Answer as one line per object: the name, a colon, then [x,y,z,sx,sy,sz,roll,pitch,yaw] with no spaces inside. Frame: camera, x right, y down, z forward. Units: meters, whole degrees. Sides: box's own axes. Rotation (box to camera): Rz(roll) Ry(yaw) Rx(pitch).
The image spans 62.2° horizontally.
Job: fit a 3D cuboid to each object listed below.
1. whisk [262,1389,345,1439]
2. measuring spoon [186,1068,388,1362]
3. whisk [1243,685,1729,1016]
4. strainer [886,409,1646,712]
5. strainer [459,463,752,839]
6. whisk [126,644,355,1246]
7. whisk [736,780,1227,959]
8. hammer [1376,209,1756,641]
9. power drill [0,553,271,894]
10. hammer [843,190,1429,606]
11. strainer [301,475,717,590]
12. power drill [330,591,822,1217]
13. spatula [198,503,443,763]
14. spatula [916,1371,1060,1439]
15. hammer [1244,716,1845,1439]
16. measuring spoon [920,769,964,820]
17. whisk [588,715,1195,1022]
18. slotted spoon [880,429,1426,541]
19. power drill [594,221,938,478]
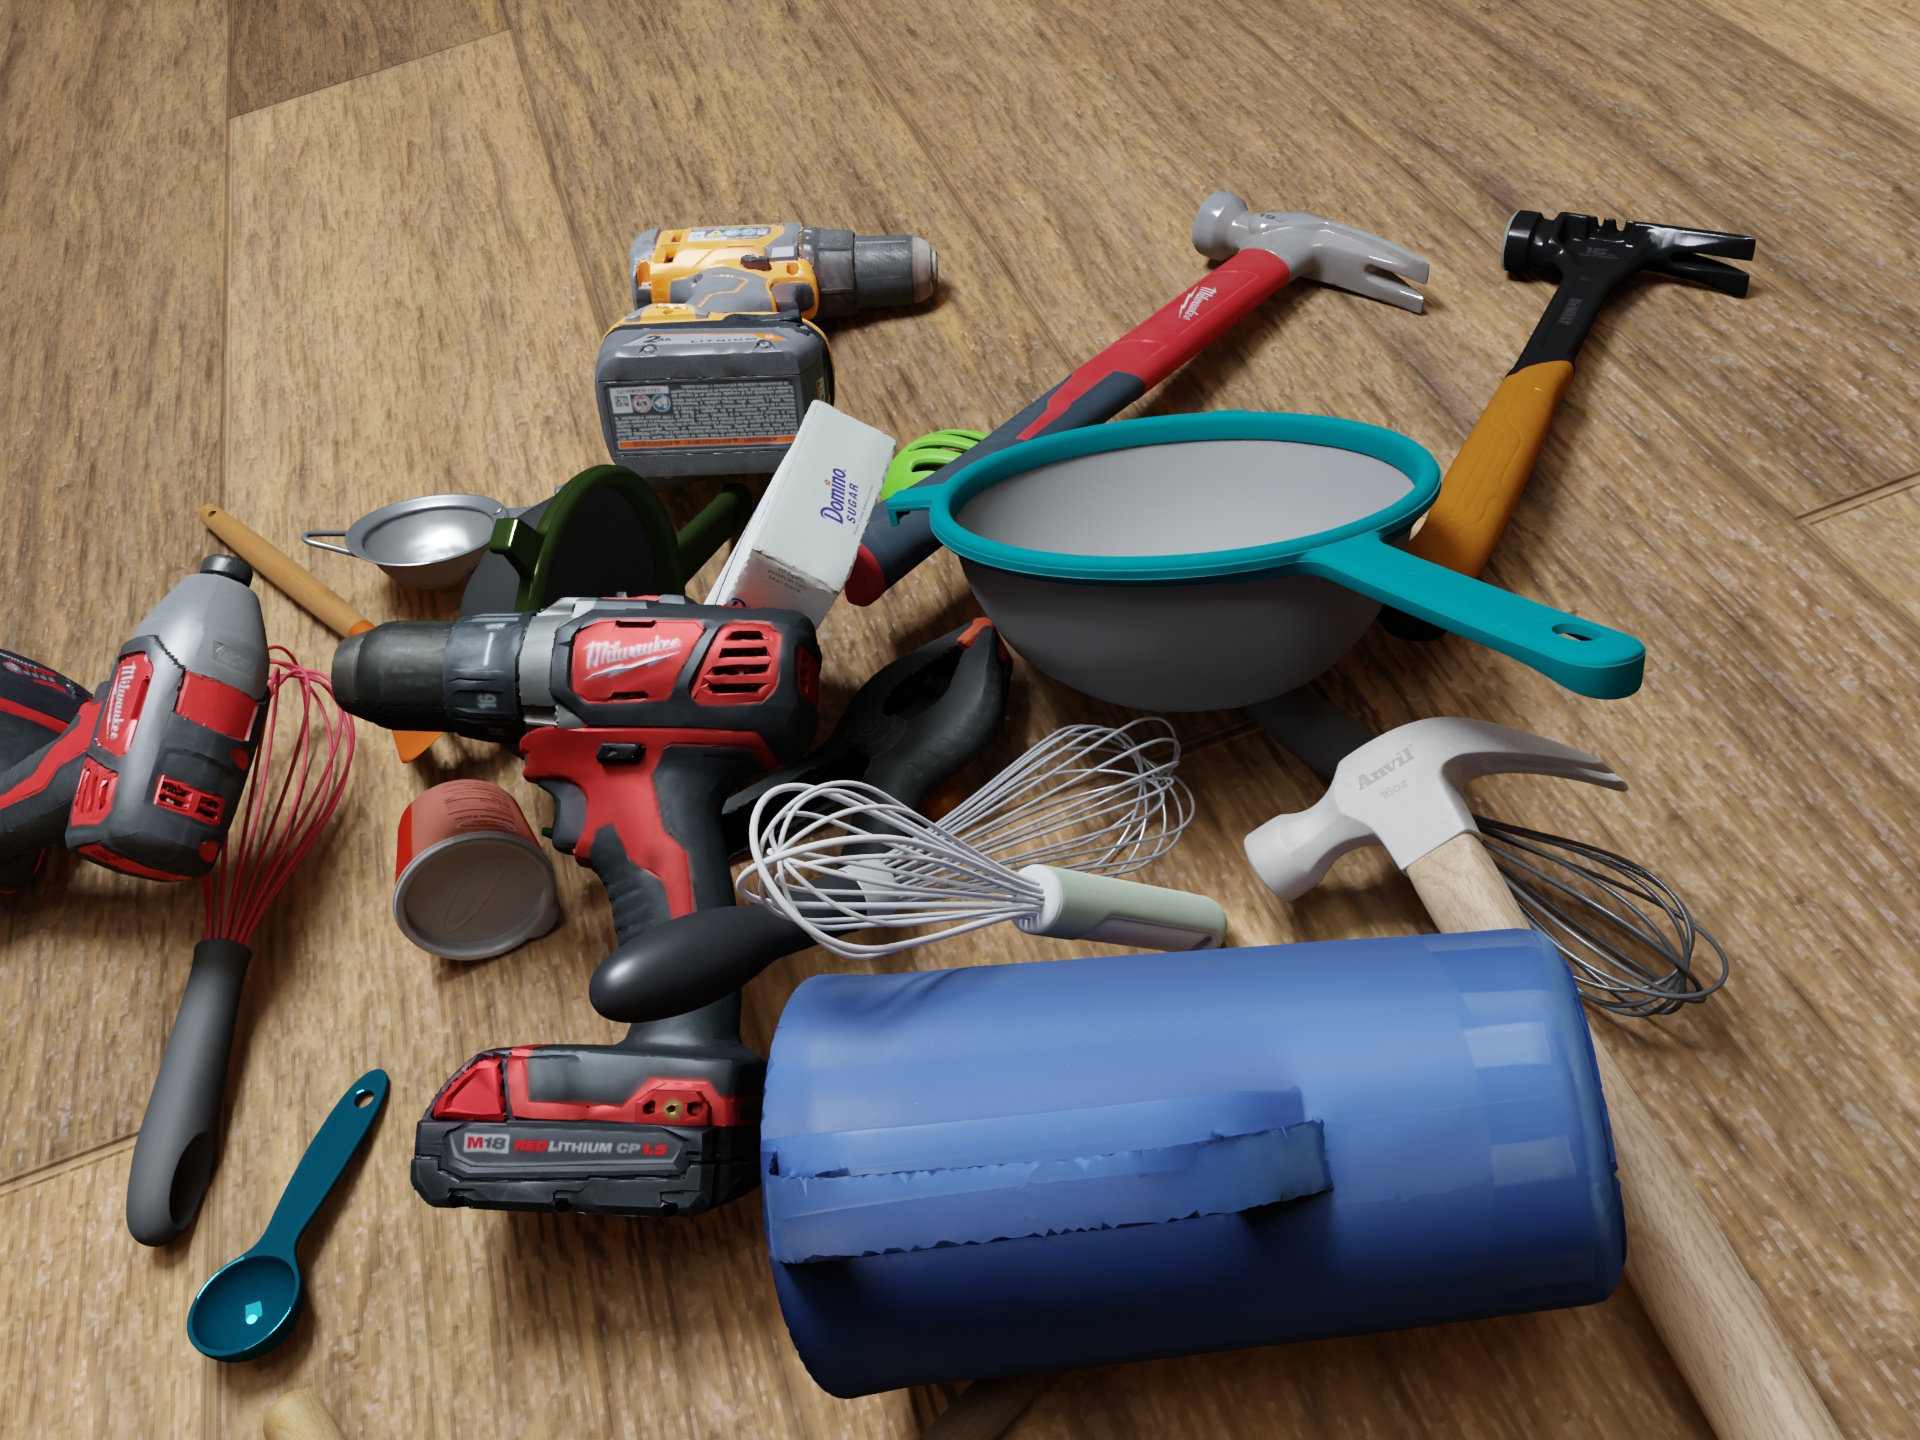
whisk: [-0.164,0.299,0.490,0.047,0.051,0.245,-43,50,-16]
measuring spoon: [-0.255,0.194,0.626,0.042,0.021,0.129,0,40,15]
whisk: [0.195,0.039,0.633,0.055,0.055,0.239,-33,45,-16]
strainer: [0.126,-0.040,0.630,0.211,0.095,0.341,-18,28,-22]
strainer: [-0.172,-0.065,0.765,0.069,0.151,0.256,4,28,13]
whisk: [-0.323,0.086,0.708,0.073,0.073,0.296,-9,53,6]
whisk: [0.021,0.062,0.550,0.058,0.246,0.059,-39,56,29]
hammer: [0.282,-0.152,0.774,0.127,0.034,0.337,17,51,27]
power drill: [-0.397,0.005,0.719,0.220,0.078,0.143,-9,64,32]
hammer: [0.086,-0.166,0.816,0.143,0.038,0.386,29,54,30]
strainer: [-0.224,-0.116,0.875,0.258,0.050,0.087,-18,36,-10]
power drill: [-0.150,0.062,0.595,0.188,0.080,0.227,1,78,5]
spatula: [-0.338,-0.062,0.853,0.323,0.041,0.081,30,69,35]
spatula: [0.047,0.194,0.547,0.316,0.018,0.060,-39,49,-22]
hammer: [0.213,0.136,0.517,0.130,0.031,0.332,-38,52,22]
measuring spoon: [-0.001,-0.002,0.738,0.021,0.011,0.117,0,49,14]
whisk: [-0.012,0.055,0.584,0.284,0.070,0.070,-18,40,-41]
slotted spoon: [0.102,-0.113,0.803,0.314,0.031,0.070,11,48,20]
power drill: [-0.105,-0.224,0.905,0.185,0.084,0.226,-2,36,1]
